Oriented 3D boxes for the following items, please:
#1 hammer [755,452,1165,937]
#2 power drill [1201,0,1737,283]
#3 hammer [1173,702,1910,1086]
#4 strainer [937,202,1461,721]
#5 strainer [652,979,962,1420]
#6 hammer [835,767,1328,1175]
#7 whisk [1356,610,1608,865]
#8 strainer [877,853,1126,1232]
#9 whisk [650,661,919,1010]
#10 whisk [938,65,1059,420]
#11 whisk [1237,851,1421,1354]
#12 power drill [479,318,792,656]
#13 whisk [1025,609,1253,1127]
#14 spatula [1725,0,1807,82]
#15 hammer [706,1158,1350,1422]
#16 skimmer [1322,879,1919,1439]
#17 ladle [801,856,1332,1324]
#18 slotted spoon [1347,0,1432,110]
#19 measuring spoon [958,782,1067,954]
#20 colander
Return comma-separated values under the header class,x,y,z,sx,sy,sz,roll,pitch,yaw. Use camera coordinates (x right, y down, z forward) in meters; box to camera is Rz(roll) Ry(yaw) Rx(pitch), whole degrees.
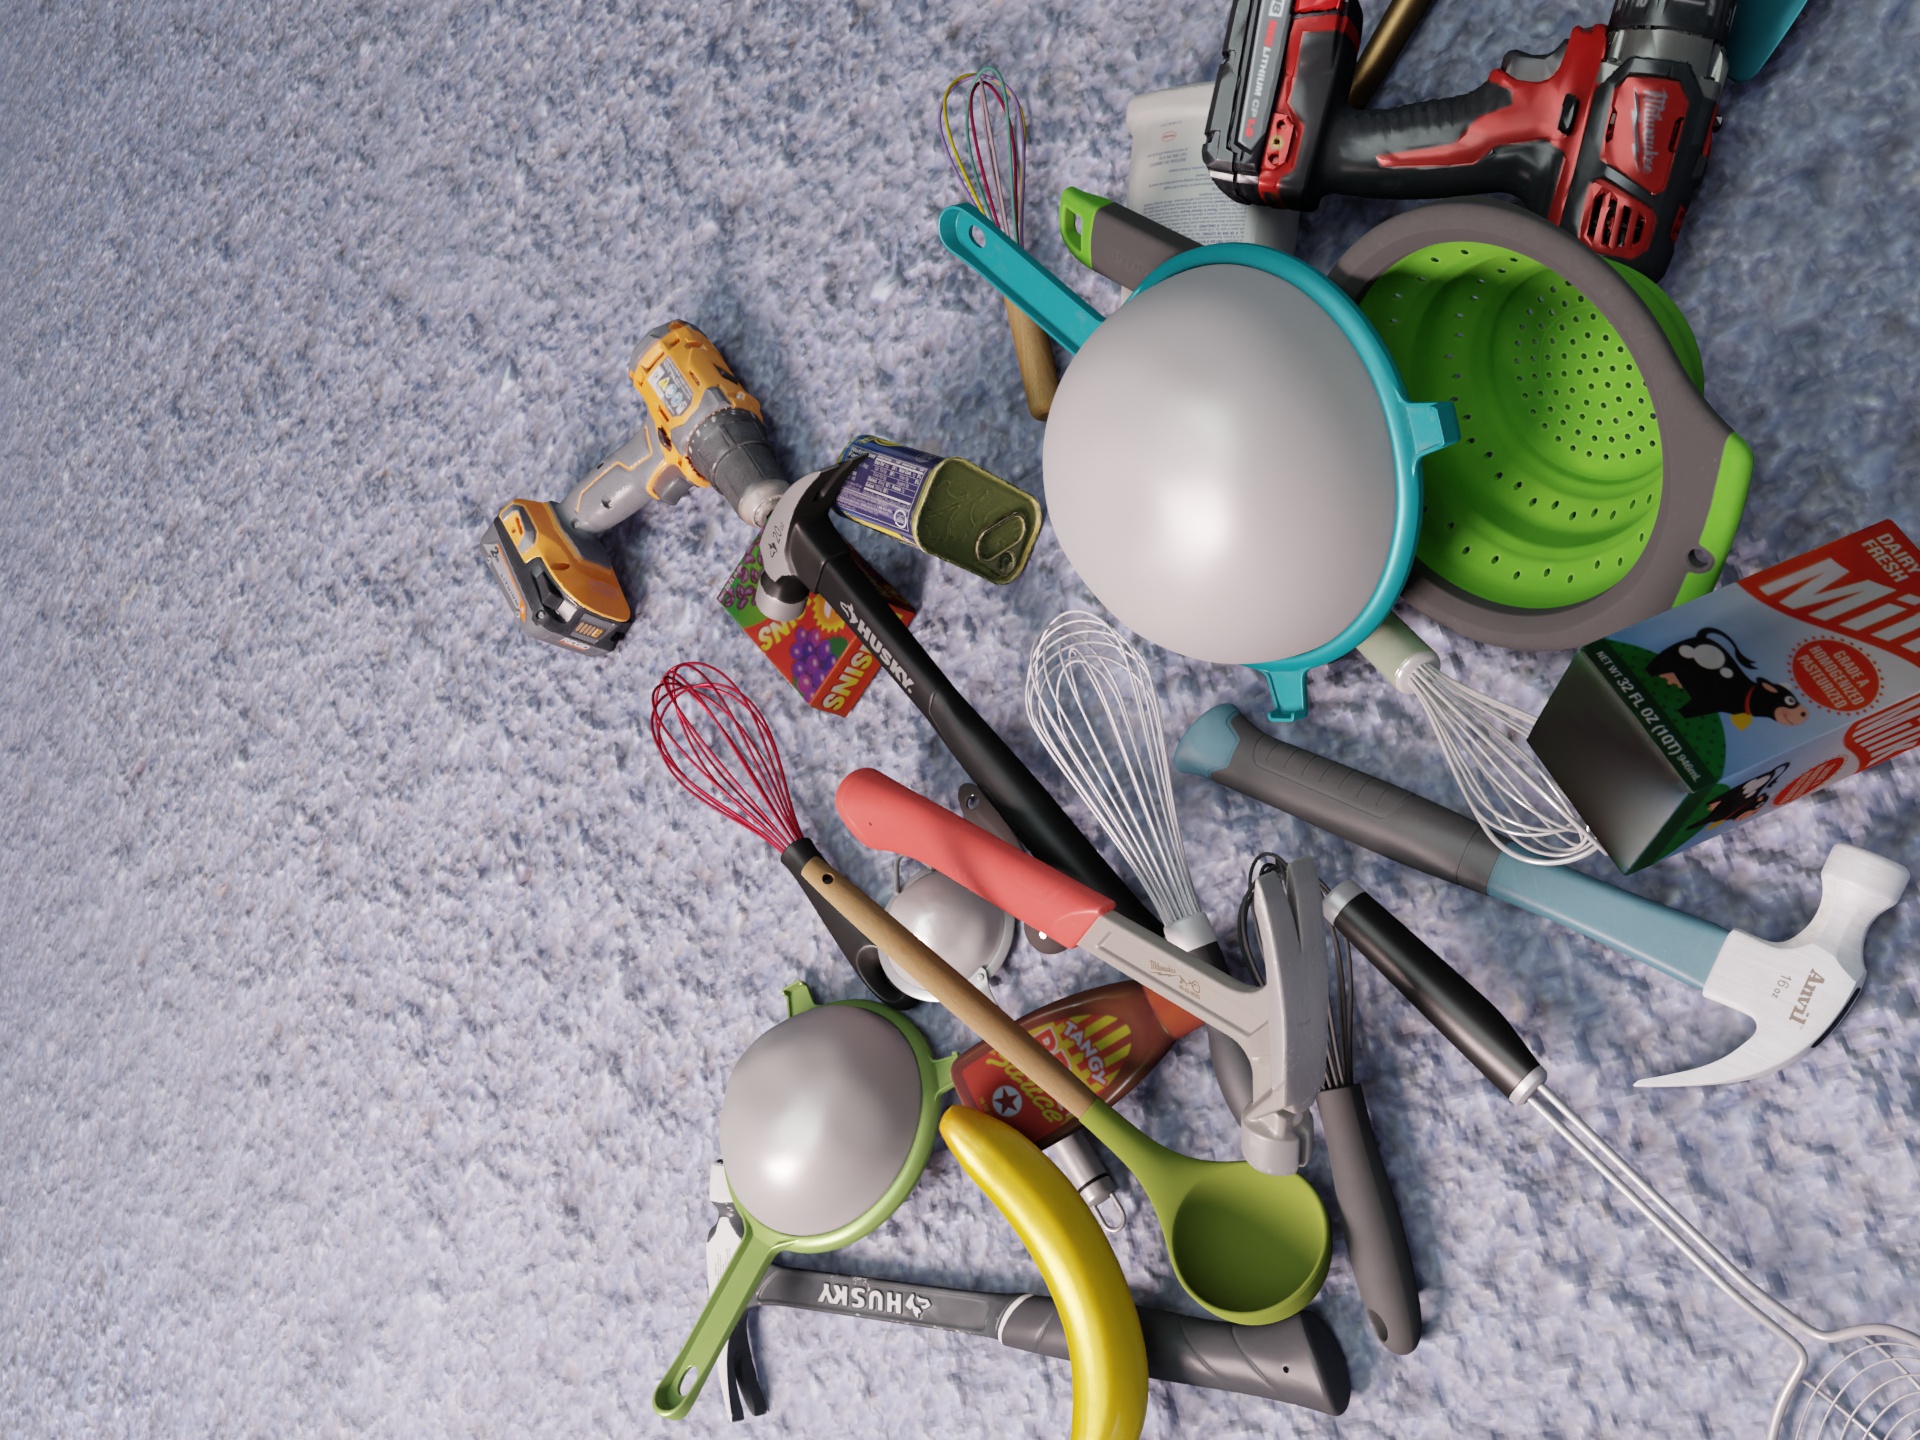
class,x,y,z,sx,sy,sz,roll,pitch,yaw
hammer,-0.001,-0.003,0.885,0.335,0.035,0.146,50,146,18
power drill,0.245,-0.315,0.752,0.227,0.080,0.188,16,103,18
hammer,0.241,0.063,0.745,0.331,0.033,0.128,25,94,38
strainer,0.068,-0.155,0.785,0.341,0.095,0.210,48,142,27
strainer,-0.116,0.266,0.898,0.152,0.069,0.256,16,69,40
hammer,0.042,0.082,0.800,0.359,0.036,0.149,25,128,51
whisk,0.220,-0.018,0.747,0.058,0.059,0.247,-46,41,13
strainer,0.021,0.168,0.885,0.087,0.050,0.259,-36,63,5
whisk,-0.114,0.068,1.002,0.073,0.073,0.296,-50,61,17
whisk,0.034,-0.299,0.982,0.051,0.047,0.245,-26,69,44
whisk,0.178,0.178,0.761,0.055,0.055,0.239,-22,72,32
power drill,-0.221,-0.146,1.118,0.226,0.084,0.186,-45,58,15
whisk,0.101,0.075,0.784,0.070,0.070,0.285,-29,75,29
spatula,0.280,-0.417,0.795,0.318,0.044,0.082,39,118,24
hammer,0.013,0.326,0.858,0.409,0.036,0.149,-6,77,36
skimmer,0.262,0.204,0.646,0.364,0.090,0.127,47,136,30
ladle,0.044,0.170,0.778,0.320,0.062,0.078,40,71,11
slotted spoon,0.275,-0.445,0.838,0.070,0.031,0.313,39,106,34
measuring spoon,0.028,0.081,0.910,0.034,0.018,0.124,-41,57,10
colander,0.207,-0.184,0.758,0.397,0.094,0.204,40,147,35
